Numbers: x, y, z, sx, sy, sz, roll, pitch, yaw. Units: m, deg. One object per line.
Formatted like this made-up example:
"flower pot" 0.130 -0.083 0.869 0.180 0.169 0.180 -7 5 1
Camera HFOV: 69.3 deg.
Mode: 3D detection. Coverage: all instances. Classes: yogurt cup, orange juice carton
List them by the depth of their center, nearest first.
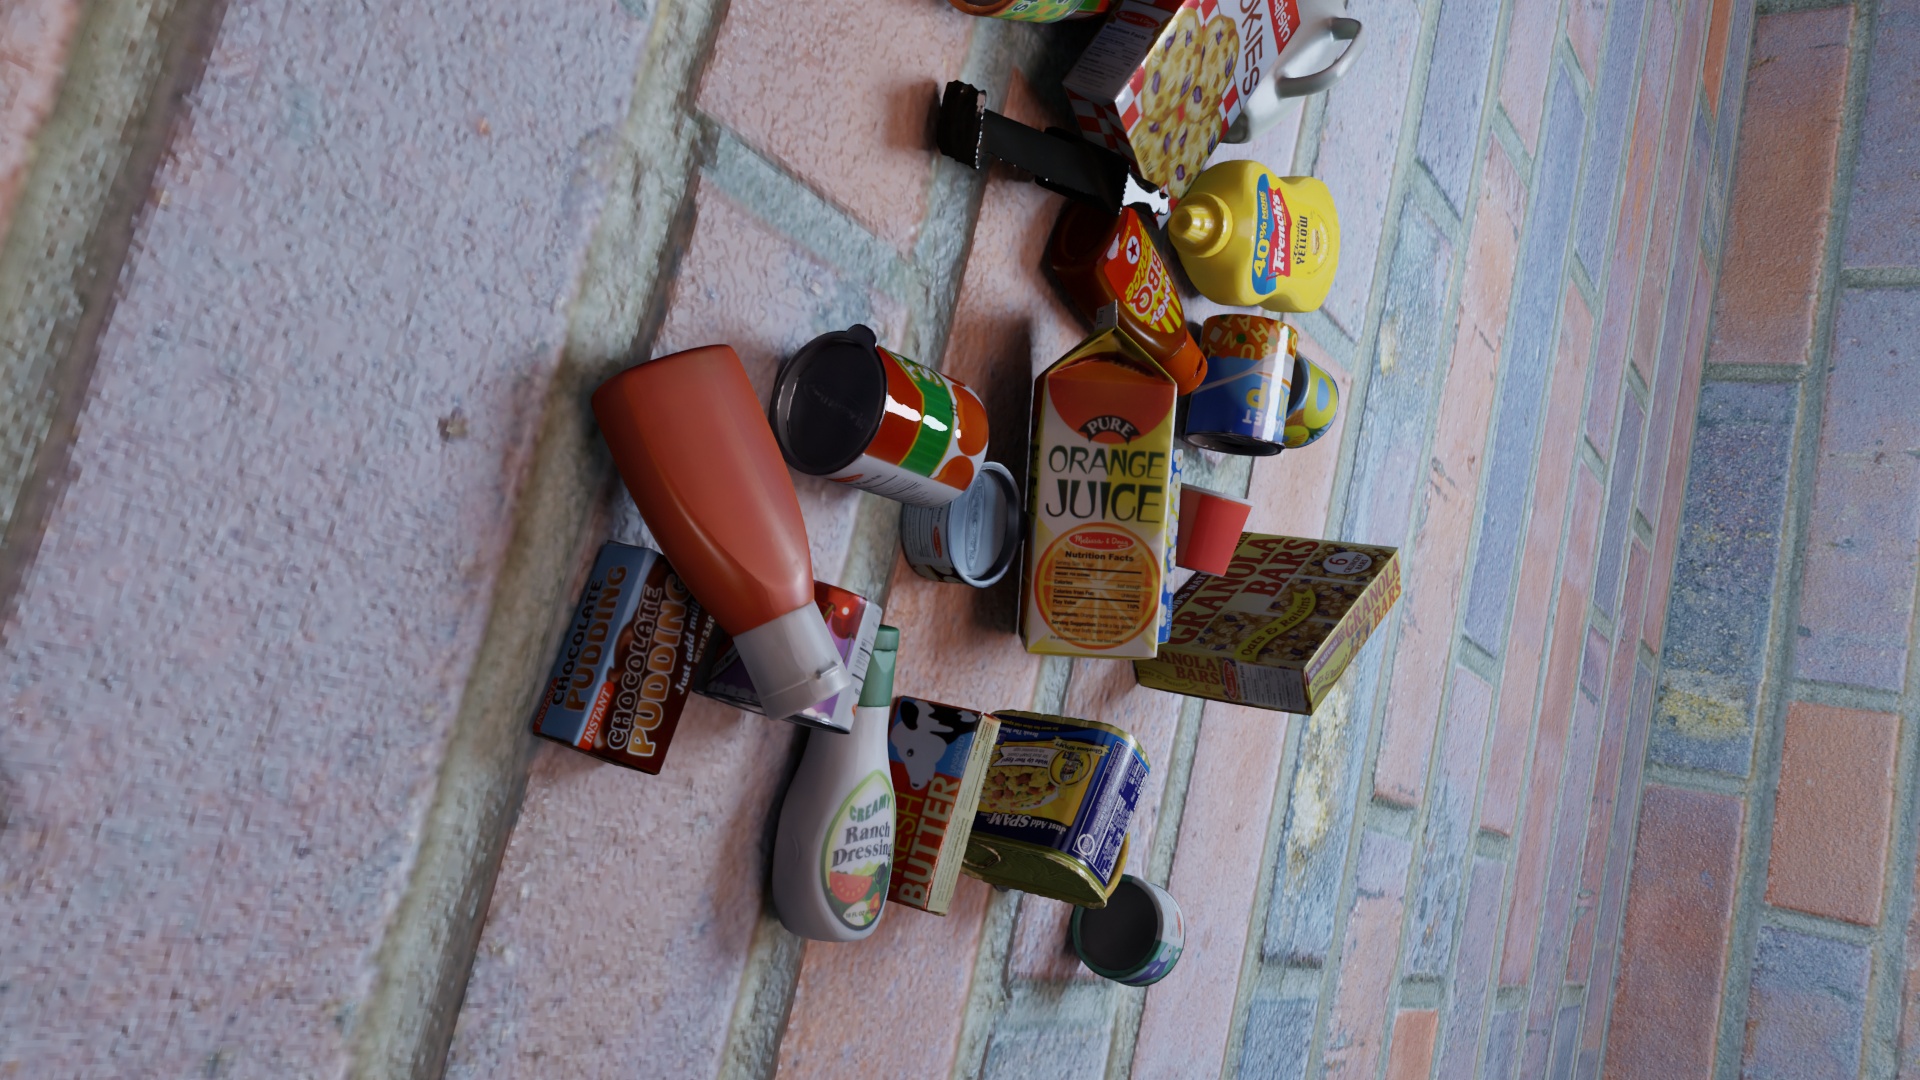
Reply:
"orange juice carton" 0.075 -0.035 0.771 0.072 0.073 0.192 -108 -159 -86
"yogurt cup" 0.152 -0.009 0.909 0.072 0.072 0.054 10 95 -53

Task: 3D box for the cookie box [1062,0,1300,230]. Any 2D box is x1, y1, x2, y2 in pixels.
"cookie box" 0.132 -0.285 0.805 0.167 0.040 0.122 -56 151 -9

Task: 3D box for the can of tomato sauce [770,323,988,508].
"can of tomato sauce" -0.035 -0.056 0.647 0.083 0.071 0.071 17 82 -54

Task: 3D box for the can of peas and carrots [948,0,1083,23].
"can of peas and carrots" 0.029 -0.294 0.696 0.059 0.071 0.070 -20 111 -50

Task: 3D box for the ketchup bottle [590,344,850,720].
"ketchup bottle" -0.090 -0.002 0.556 0.065 0.043 0.148 -25 91 -46

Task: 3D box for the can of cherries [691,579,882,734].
"can of cherries" -0.075 0.048 0.612 0.071 0.071 0.058 30 71 -51

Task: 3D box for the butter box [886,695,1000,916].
"butter box" -0.019 0.134 0.708 0.024 0.053 0.103 34 69 -53

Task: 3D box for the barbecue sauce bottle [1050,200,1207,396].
"barbecue sauce bottle" 0.107 -0.143 0.844 0.148 0.043 0.065 45 58 -47

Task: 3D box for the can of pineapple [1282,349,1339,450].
"can of pineapple" 0.229 -0.102 0.994 0.058 0.071 0.071 18 81 -52

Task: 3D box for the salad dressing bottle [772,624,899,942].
"salad dressing bottle" -0.056 0.113 0.663 0.064 0.044 0.147 7 89 -52

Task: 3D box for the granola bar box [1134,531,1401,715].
"granola bar box" 0.211 0.052 0.943 0.166 0.124 0.039 -38 124 -44

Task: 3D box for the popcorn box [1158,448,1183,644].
"popcorn box" 0.098 0.003 0.856 0.085 0.038 0.126 -2 97 -53

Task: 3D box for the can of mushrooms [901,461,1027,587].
"can of mushrooms" 0.003 -0.009 0.732 0.071 0.033 0.071 -10 102 -52

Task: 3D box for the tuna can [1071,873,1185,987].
"tuna can" 0.104 0.248 0.881 0.033 0.071 0.071 37 66 -48

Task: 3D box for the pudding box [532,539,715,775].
"pudding box" -0.133 0.047 0.562 0.049 0.030 0.084 37 66 -48

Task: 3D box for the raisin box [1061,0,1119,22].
"raisin box" 0.071 -0.334 0.773 0.124 0.040 0.086 -22 113 -49

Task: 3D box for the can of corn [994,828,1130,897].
"can of corn" 0.057 0.177 0.811 0.071 0.058 0.071 -10 103 -52

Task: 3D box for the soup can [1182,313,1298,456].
"soup can" 0.193 -0.104 0.941 0.071 0.071 0.084 18 81 -53
